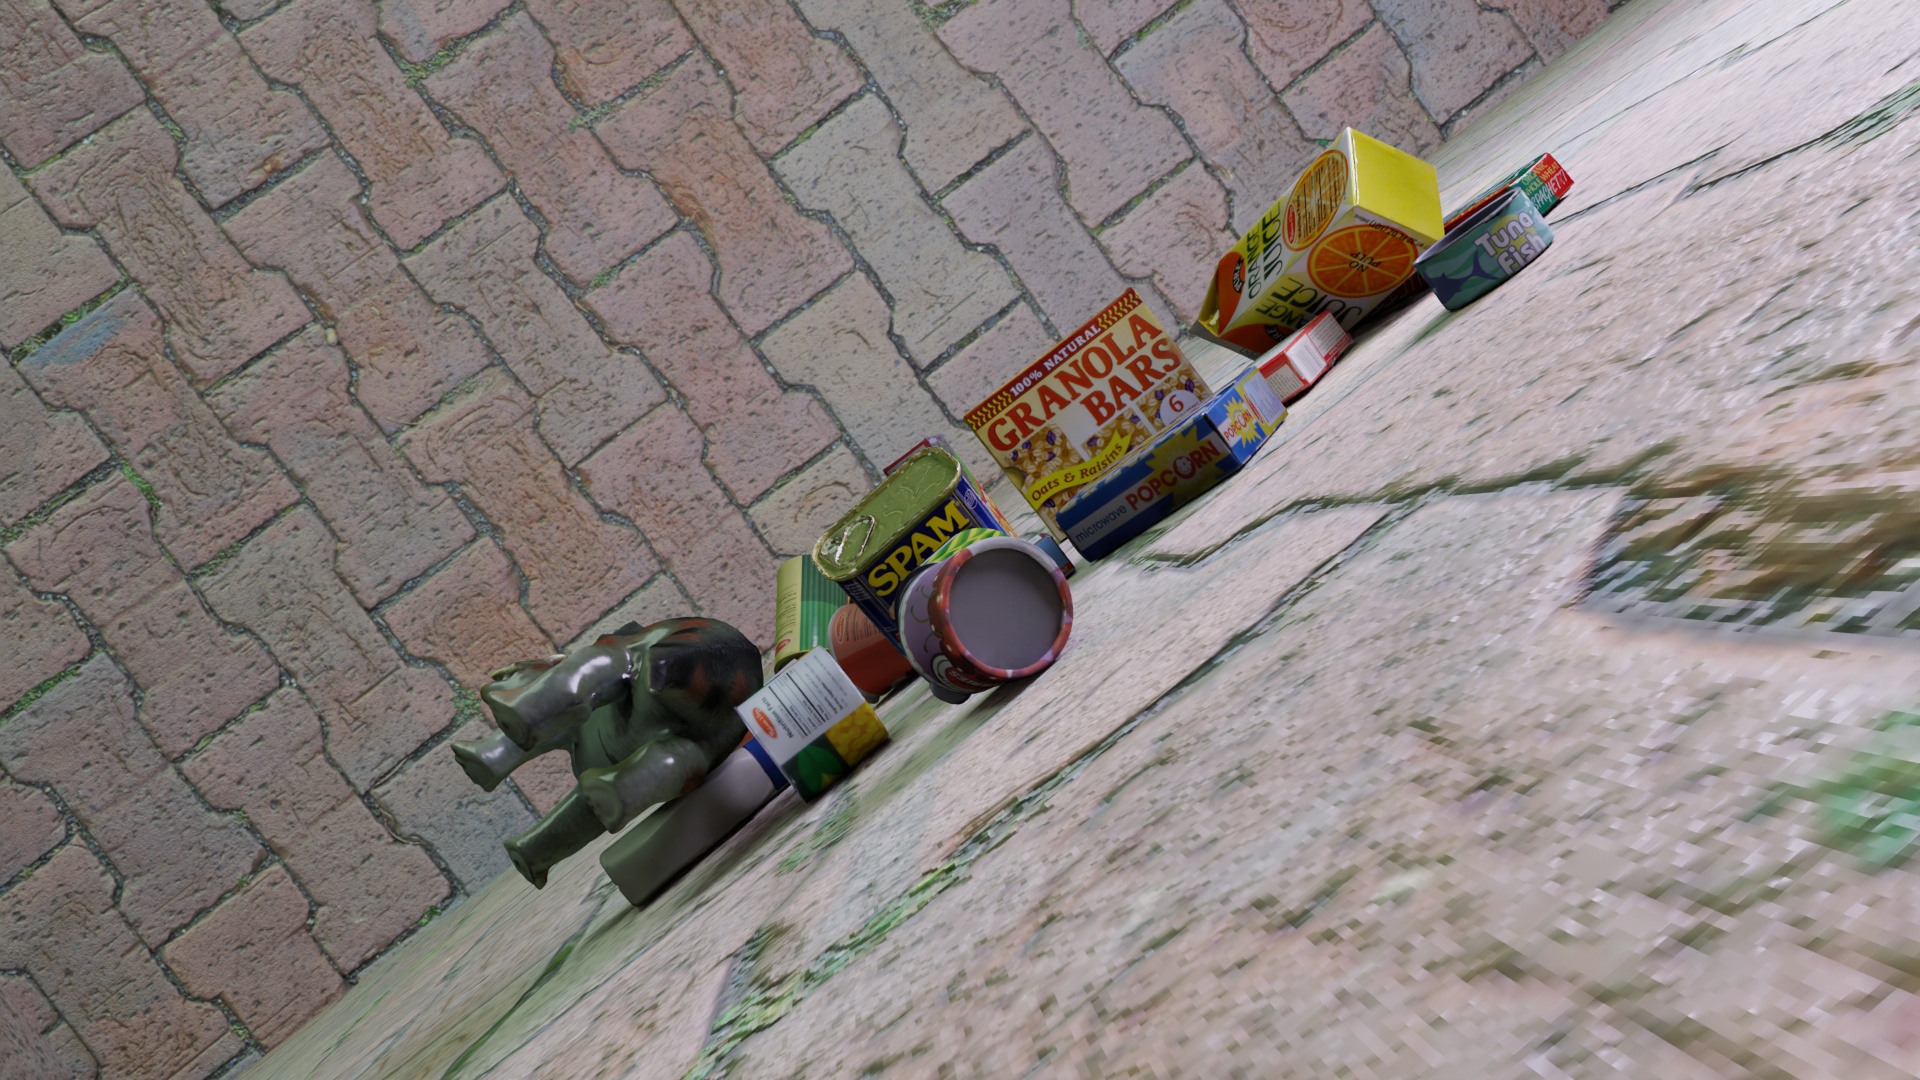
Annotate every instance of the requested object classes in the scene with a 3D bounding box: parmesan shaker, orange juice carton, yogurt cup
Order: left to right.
[{"bbox_3d":[-0.130,0.070,1.236,0.071,0.071,0.103,-36,43,37],"label":"parmesan shaker"},{"bbox_3d":[-0.049,0.067,0.948,0.053,0.072,0.073,-27,8,33],"label":"yogurt cup"},{"bbox_3d":[0.235,-0.183,0.948,0.191,0.072,0.073,134,149,-53],"label":"orange juice carton"}]

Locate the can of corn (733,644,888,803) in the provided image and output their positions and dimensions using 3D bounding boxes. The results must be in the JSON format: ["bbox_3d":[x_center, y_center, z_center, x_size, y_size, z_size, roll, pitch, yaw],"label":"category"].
[{"bbox_3d":[-0.080,0.101,0.762,0.058,0.071,0.071,-38,2,-10],"label":"can of corn"}]

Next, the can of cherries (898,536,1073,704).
[{"bbox_3d":[0.011,0.038,0.645,0.072,0.071,0.058,-39,4,-25],"label":"can of cherries"}]

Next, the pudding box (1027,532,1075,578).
[{"bbox_3d":[0.030,0.031,0.875,0.084,0.030,0.049,-38,4,0],"label":"pudding box"}]

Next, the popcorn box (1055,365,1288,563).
[{"bbox_3d":[0.125,-0.044,0.826,0.126,0.038,0.085,-36,2,39],"label":"popcorn box"}]

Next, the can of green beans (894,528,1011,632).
[{"bbox_3d":[0.006,0.033,0.764,0.071,0.071,0.058,-36,2,31],"label":"can of green beans"}]

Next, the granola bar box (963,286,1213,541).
[{"bbox_3d":[0.104,-0.097,1.078,0.165,0.124,0.039,-38,1,3],"label":"granola bar box"}]

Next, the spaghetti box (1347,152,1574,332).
[{"bbox_3d":[0.306,-0.185,0.946,0.050,0.028,0.249,-40,3,-26],"label":"spaghetti box"}]

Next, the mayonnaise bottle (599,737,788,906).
[{"bbox_3d":[-0.156,0.167,0.874,0.148,0.041,0.064,-37,3,-18],"label":"mayonnaise bottle"}]

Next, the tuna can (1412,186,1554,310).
[{"bbox_3d":[0.279,-0.155,0.738,0.071,0.033,0.071,-38,2,2],"label":"tuna can"}]

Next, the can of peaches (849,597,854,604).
[{"bbox_3d":[-0.064,0.056,1.252,0.071,0.071,0.058,-38,3,-12],"label":"can of peaches"}]

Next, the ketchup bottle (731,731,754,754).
[{"bbox_3d":[-0.143,0.148,0.986,0.148,0.043,0.065,-37,2,15],"label":"ketchup bottle"}]

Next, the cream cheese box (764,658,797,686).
[{"bbox_3d":[-0.164,0.149,1.206,0.053,0.024,0.103,-42,-12,-39],"label":"cream cheese box"}]

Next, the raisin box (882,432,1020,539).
[{"bbox_3d":[0.003,-0.012,0.942,0.040,0.123,0.086,-37,2,8],"label":"raisin box"}]
